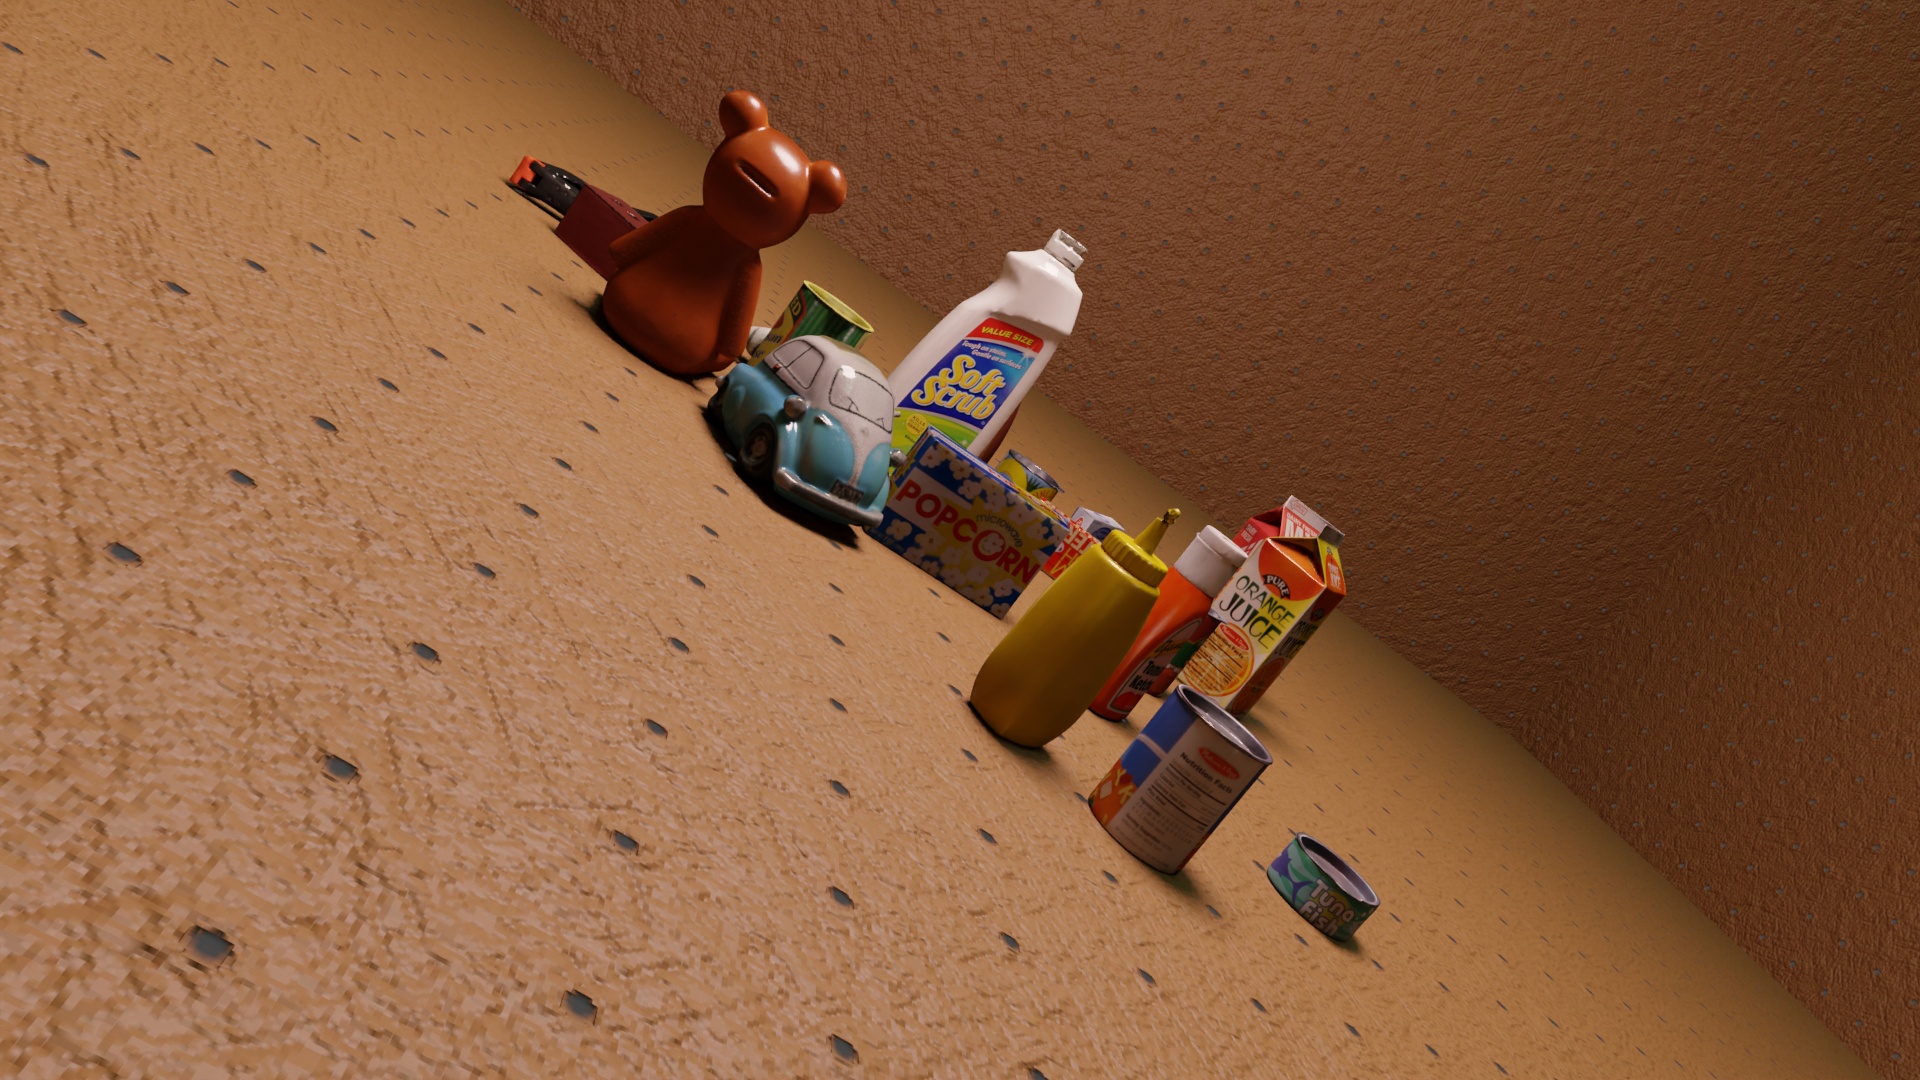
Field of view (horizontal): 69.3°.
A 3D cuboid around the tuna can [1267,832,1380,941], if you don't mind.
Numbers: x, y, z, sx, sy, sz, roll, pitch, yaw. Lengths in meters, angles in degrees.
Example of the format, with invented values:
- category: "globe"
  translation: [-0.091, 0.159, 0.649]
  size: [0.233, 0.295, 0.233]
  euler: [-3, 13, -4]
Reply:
- category: "tuna can"
  translation: [0.231, 0.221, 0.884]
  size: [0.071, 0.032, 0.071]
  euler: [36, 11, -8]

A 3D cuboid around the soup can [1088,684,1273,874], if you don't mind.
- category: "soup can"
  translation: [0.122, 0.132, 0.776]
  size: [0.071, 0.083, 0.071]
  euler: [36, 11, -8]

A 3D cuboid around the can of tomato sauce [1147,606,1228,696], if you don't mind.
- category: "can of tomato sauce"
  translation: [0.166, 0.077, 1.141]
  size: [0.071, 0.083, 0.071]
  euler: [36, 11, -8]

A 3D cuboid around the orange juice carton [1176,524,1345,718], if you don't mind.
- category: "orange juice carton"
  translation: [0.278, 0.065, 1.255]
  size: [0.073, 0.192, 0.072]
  euler: [43, 12, 28]

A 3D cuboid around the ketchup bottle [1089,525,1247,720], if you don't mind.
- category: "ketchup bottle"
  translation: [0.140, 0.057, 0.971]
  size: [0.043, 0.148, 0.065]
  euler: [43, 12, 27]

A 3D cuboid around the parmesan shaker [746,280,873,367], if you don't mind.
- category: "parmesan shaker"
  translation: [-0.124, -0.141, 1.084]
  size: [0.071, 0.103, 0.071]
  euler: [36, 11, -8]

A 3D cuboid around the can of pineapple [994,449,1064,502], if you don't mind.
- category: "can of pineapple"
  translation: [0.059, -0.049, 1.396]
  size: [0.071, 0.057, 0.071]
  euler: [36, 11, -8]

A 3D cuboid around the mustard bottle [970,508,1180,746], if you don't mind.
- category: "mustard bottle"
  translation: [0.072, 0.044, 0.785]
  size: [0.065, 0.160, 0.049]
  euler: [25, 16, -50]

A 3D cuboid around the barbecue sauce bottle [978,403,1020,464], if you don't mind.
- category: "barbecue sauce bottle"
  translation: [0.027, -0.131, 1.396]
  size: [0.065, 0.148, 0.044]
  euler: [41, 11, 20]

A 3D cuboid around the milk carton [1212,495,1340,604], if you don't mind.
- category: "milk carton"
  translation: [0.292, 0.048, 1.373]
  size: [0.072, 0.190, 0.074]
  euler: [33, 11, -21]

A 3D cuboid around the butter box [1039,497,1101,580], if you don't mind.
- category: "butter box"
  translation: [0.099, 0.012, 1.283]
  size: [0.103, 0.053, 0.024]
  euler: [38, 10, 2]

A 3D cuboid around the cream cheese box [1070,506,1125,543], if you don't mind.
- category: "cream cheese box"
  translation: [0.132, -0.003, 1.445]
  size: [0.024, 0.053, 0.104]
  euler: [42, 12, 23]

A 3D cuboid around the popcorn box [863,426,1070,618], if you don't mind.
- category: "popcorn box"
  translation: [0.004, -0.013, 0.999]
  size: [0.126, 0.085, 0.038]
  euler: [33, 11, -20]
